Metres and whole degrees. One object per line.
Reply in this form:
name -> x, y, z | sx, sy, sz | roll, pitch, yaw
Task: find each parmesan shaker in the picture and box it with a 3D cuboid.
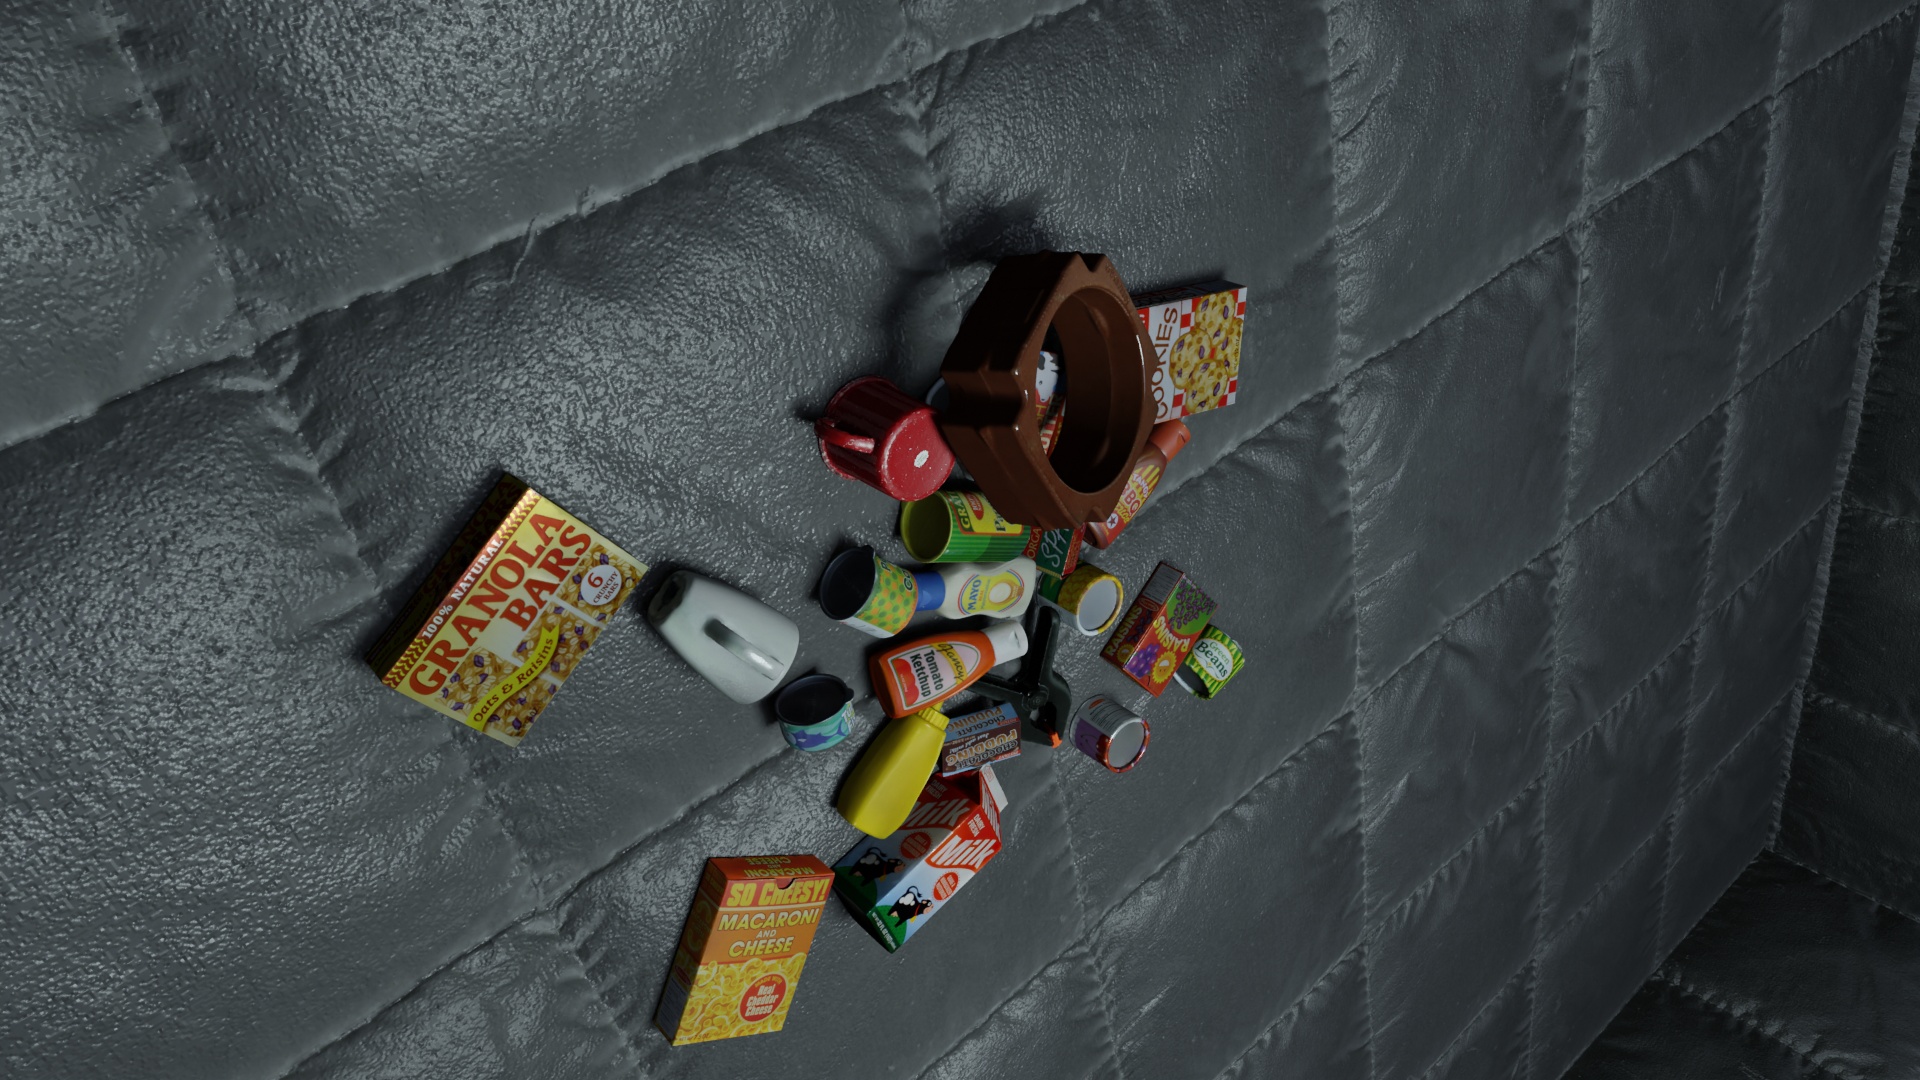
parmesan shaker -> 0.004, -0.016, 1.245 | 0.103, 0.071, 0.071 | 0, 110, -44

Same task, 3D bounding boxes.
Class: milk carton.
milk carton -> -0.030, 0.300, 1.357 | 0.191, 0.073, 0.072 | -40, 131, -21

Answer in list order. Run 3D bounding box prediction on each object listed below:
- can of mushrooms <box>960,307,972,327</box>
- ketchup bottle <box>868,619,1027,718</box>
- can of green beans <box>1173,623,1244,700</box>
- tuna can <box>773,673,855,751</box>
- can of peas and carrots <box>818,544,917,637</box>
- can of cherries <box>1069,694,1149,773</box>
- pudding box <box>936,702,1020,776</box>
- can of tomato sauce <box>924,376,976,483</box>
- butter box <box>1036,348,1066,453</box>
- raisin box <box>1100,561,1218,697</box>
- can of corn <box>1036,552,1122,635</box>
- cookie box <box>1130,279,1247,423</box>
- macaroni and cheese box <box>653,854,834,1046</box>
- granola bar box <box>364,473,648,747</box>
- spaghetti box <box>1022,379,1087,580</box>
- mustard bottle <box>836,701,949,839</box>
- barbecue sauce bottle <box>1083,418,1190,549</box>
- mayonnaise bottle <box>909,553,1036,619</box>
can of mushrooms -> 0.036, -0.178, 1.218 | 0.071, 0.033, 0.070 | -18, 120, -34
ketchup bottle -> -0.009, 0.112, 1.290 | 0.149, 0.043, 0.064 | -18, 91, -26
can of green beans -> 0.274, 0.136, 1.552 | 0.058, 0.071, 0.071 | -42, 132, -18
tuna can -> -0.124, 0.149, 1.207 | 0.071, 0.071, 0.032 | -32, 130, -26
can of peas and carrots -> -0.078, 0.043, 1.199 | 0.058, 0.071, 0.071 | 28, 90, -46
can of cherries -> 0.161, 0.210, 1.493 | 0.072, 0.058, 0.071 | -18, 121, -34
pudding box -> 0.016, 0.195, 1.358 | 0.084, 0.030, 0.049 | -13, 130, -16
can of tomato sauce -> 0.015, -0.103, 1.214 | 0.071, 0.071, 0.082 | -46, 132, -15
butter box -> 0.066, -0.125, 1.276 | 0.053, 0.024, 0.103 | 4, 106, -42
raisin box -> 0.217, 0.097, 1.503 | 0.123, 0.040, 0.086 | -56, 136, -5
can of corn -> 0.121, 0.052, 1.383 | 0.071, 0.058, 0.070 | -19, 122, -34
cookie box -> 0.206, -0.182, 1.361 | 0.168, 0.040, 0.122 | -16, 119, -35
macaroni and cheese box -> -0.195, 0.372, 1.269 | 0.124, 0.040, 0.166 | 11, 103, -44
granola bar box -> -0.325, 0.052, 1.005 | 0.166, 0.039, 0.124 | -55, 135, -7
spaghetti box -> 0.110, -0.087, 1.308 | 0.029, 0.050, 0.249 | -15, 122, -58
mustard bottle -> -0.052, 0.201, 1.308 | 0.065, 0.049, 0.160 | 38, 82, -42
barbecue sauce bottle -> 0.169, -0.063, 1.383 | 0.149, 0.044, 0.064 | -47, 132, -15
mayonnaise bottle -> 0.003, 0.044, 1.288 | 0.148, 0.041, 0.064 | -3, 113, -41
